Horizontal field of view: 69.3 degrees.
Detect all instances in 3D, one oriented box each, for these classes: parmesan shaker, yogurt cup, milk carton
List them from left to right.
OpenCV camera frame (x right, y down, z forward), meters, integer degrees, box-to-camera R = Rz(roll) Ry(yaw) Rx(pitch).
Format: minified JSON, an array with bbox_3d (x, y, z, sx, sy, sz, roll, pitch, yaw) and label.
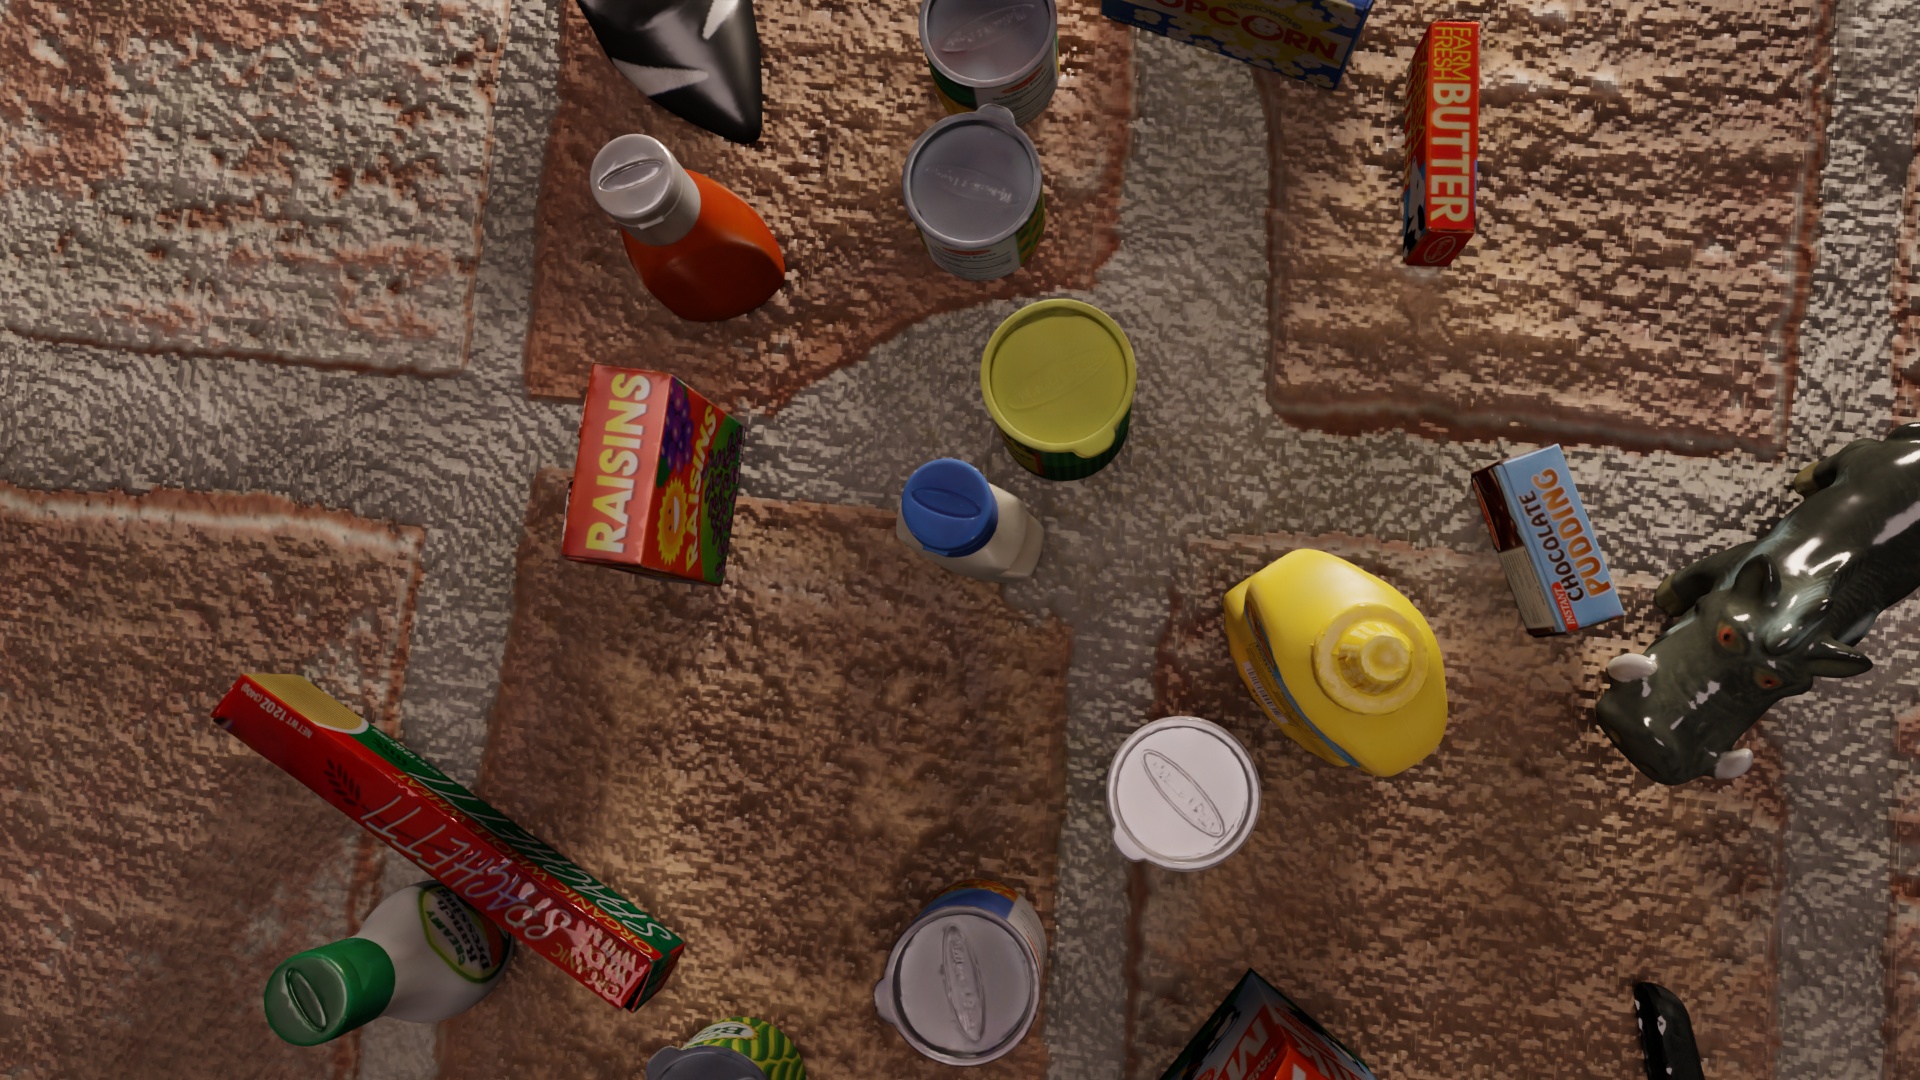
[{"bbox_3d":[0.047,-0.063,0.638,0.071,0.103,0.071,-1,84,5],"label":"parmesan shaker"},{"bbox_3d":[0.101,0.114,0.638,0.072,0.054,0.072,-1,84,5],"label":"yogurt cup"},{"bbox_3d":[0.130,0.239,0.553,0.072,0.190,0.073,39,89,8],"label":"milk carton"}]

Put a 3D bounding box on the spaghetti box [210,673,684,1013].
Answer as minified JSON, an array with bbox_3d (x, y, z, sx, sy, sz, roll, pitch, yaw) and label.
[{"bbox_3d":[-0.245,0.142,0.670,0.250,0.050,0.028,32,88,8],"label":"spaghetti box"}]

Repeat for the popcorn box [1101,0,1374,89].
[{"bbox_3d":[0.133,-0.267,0.662,0.127,0.085,0.038,21,87,7],"label":"popcorn box"}]

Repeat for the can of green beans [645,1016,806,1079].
[{"bbox_3d":[-0.108,0.259,0.640,0.071,0.058,0.071,-1,84,5],"label":"can of green beans"}]

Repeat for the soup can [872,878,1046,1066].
[{"bbox_3d":[0.002,0.191,0.624,0.071,0.083,0.071,-1,84,5],"label":"soup can"}]

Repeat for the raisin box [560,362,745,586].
[{"bbox_3d":[-0.139,-0.026,0.641,0.040,0.123,0.086,8,85,6],"label":"raisin box"}]

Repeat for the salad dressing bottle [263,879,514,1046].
[{"bbox_3d":[-0.249,0.188,0.616,0.044,0.147,0.064,-34,82,2],"label":"salad dressing bottle"}]

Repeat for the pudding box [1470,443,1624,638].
[{"bbox_3d":[0.267,0.001,0.637,0.030,0.049,0.084,-19,82,3],"label":"pudding box"}]

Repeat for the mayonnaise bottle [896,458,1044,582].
[{"bbox_3d":[0.002,-0.008,0.613,0.065,0.148,0.041,16,86,7],"label":"mayonnaise bottle"}]

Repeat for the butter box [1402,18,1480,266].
[{"bbox_3d":[0.228,-0.188,0.660,0.024,0.053,0.103,3,84,6],"label":"butter box"}]

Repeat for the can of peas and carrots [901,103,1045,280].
[{"bbox_3d":[0.009,-0.168,0.676,0.071,0.058,0.071,-1,84,5],"label":"can of peas and carrots"}]

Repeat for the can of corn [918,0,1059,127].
[{"bbox_3d":[0.014,-0.245,0.684,0.071,0.058,0.071,-1,84,5],"label":"can of corn"}]

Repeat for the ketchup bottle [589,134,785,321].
[{"bbox_3d":[-0.127,-0.141,0.640,0.065,0.148,0.043,-19,83,3],"label":"ketchup bottle"}]
